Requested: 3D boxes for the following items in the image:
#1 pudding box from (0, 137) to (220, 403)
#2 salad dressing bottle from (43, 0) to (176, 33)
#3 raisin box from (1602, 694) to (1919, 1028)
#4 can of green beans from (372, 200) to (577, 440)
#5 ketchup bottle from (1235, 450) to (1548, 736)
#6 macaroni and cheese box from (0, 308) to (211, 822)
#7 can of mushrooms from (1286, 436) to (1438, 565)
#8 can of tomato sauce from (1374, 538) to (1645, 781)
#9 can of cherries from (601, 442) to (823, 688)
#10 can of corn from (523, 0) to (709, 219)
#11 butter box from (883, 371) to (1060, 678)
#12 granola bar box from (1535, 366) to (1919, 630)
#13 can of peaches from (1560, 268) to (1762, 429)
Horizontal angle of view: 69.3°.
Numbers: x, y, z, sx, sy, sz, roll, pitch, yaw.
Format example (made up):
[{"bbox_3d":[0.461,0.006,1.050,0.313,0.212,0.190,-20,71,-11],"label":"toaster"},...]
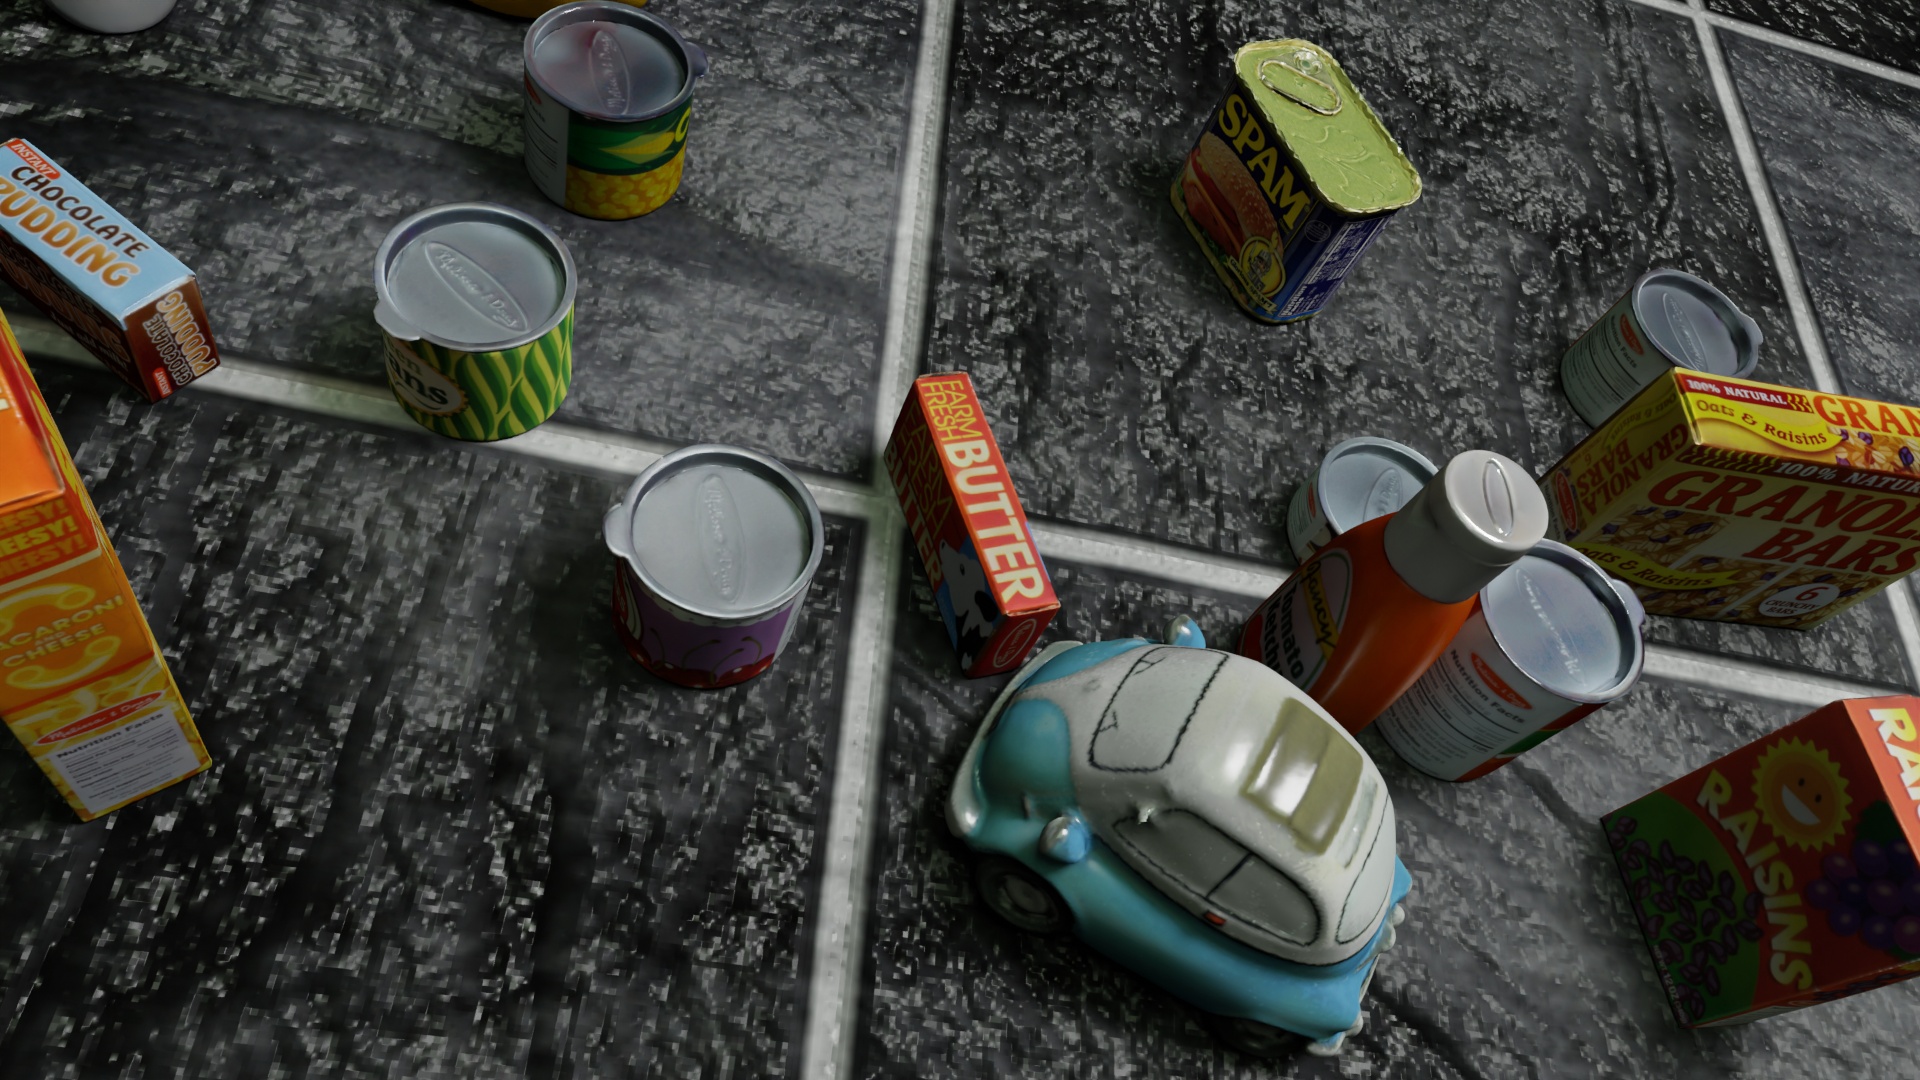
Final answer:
[{"bbox_3d":[-0.297,-0.092,0.473,0.084,0.049,0.030,38,56,6],"label":"pudding box"},{"bbox_3d":[-0.324,-0.256,0.504,0.064,0.147,0.044,-16,66,-25],"label":"salad dressing bottle"},{"bbox_3d":[0.298,0.118,0.494,0.040,0.122,0.086,1,60,-17],"label":"raisin box"},{"bbox_3d":[-0.173,-0.078,0.499,0.071,0.057,0.071,8,58,-13],"label":"can of green beans"},{"bbox_3d":[0.146,0.023,0.487,0.043,0.148,0.065,10,58,-12],"label":"ketchup bottle"},{"bbox_3d":[-0.255,-0.012,0.367,0.040,0.165,0.124,-26,71,-29],"label":"macaroni and cheese box"},{"bbox_3d":[0.175,-0.006,0.583,0.071,0.033,0.071,8,58,-13],"label":"can of mushrooms"},{"bbox_3d":[0.206,0.047,0.532,0.071,0.082,0.071,8,58,-13],"label":"can of tomato sauce"},{"bbox_3d":[-0.087,0.009,0.474,0.071,0.058,0.072,8,58,-13],"label":"can of cherries"},{"bbox_3d":[-0.142,-0.175,0.568,0.071,0.058,0.071,8,58,-13],"label":"can of corn"},{"bbox_3d":[0.002,-0.006,0.516,0.024,0.053,0.104,-10,64,-23],"label":"butter box"},{"bbox_3d":[0.330,-0.013,0.583,0.166,0.123,0.039,6,59,-14],"label":"granola bar box"},{"bbox_3d":[0.337,-0.087,0.670,0.071,0.057,0.071,8,58,-13],"label":"can of peaches"}]
